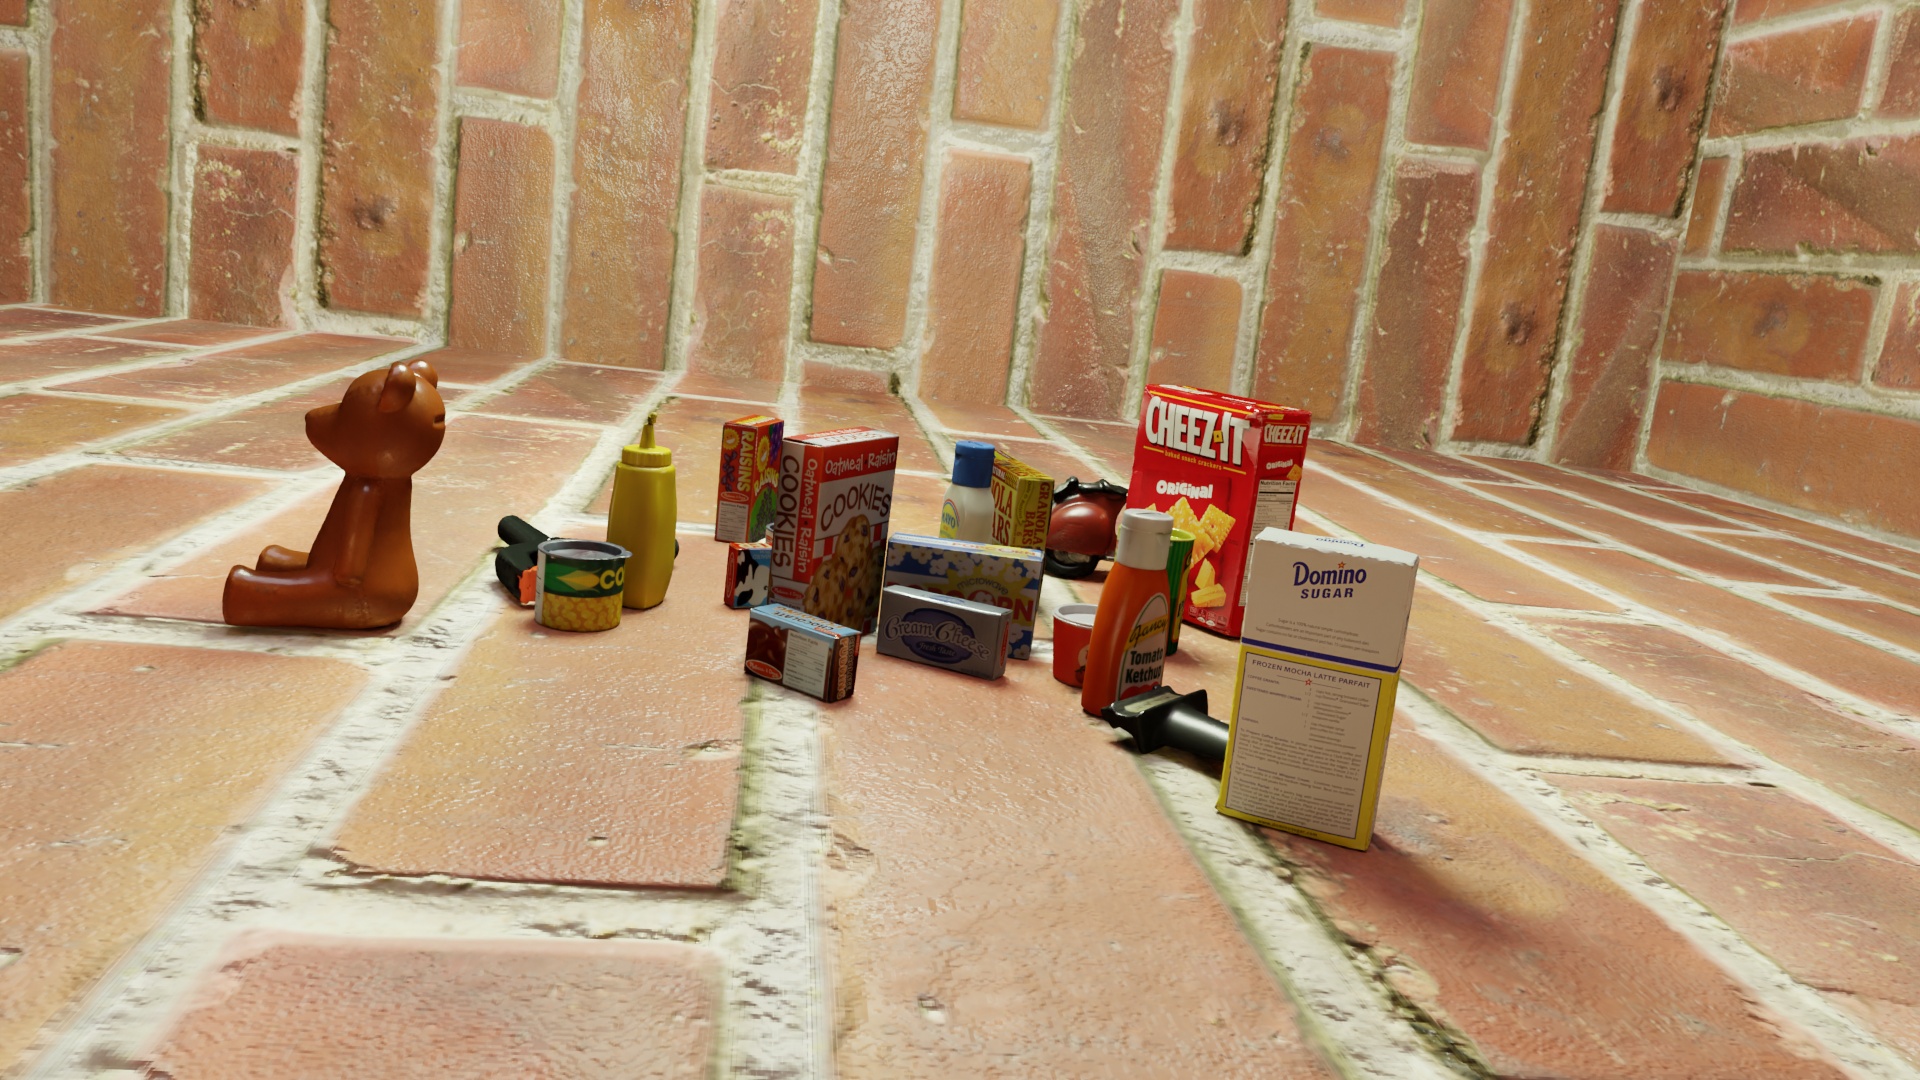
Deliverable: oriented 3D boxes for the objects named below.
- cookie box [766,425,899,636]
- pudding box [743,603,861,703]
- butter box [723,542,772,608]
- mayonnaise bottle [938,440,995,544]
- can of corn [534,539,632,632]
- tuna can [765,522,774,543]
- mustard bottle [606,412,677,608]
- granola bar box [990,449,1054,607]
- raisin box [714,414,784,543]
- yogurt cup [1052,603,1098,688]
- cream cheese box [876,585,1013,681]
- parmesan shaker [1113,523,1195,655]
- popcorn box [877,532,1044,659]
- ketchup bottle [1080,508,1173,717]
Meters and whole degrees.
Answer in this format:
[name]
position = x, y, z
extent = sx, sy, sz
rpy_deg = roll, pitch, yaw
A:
[cookie box]
position = -0.101, -0.001, 1.089
extent = 0.040, 0.167, 0.123
rpy_deg = 12, 12, 23
[pudding box]
position = -0.113, 0.079, 0.985
extent = 0.084, 0.049, 0.030
rpy_deg = 15, 13, 34
[butter box]
position = -0.151, 0.029, 1.196
extent = 0.104, 0.053, 0.024
rpy_deg = -1, 13, -33
[mayonnaise bottle]
position = 0.005, -0.016, 1.271
extent = 0.041, 0.147, 0.065
rpy_deg = 2, 12, -25
[can of corn]
position = -0.292, 0.035, 1.074
extent = 0.071, 0.058, 0.071
rpy_deg = 7, 11, -1
[tuna can]
position = -0.156, 0.005, 1.364
extent = 0.071, 0.032, 0.071
rpy_deg = 7, 11, -1
[mustard bottle]
position = -0.260, -0.027, 1.139
extent = 0.049, 0.159, 0.065
rpy_deg = 8, 11, 7
[granola bar box]
position = 0.042, -0.015, 1.349
extent = 0.039, 0.124, 0.166
rpy_deg = 4, 12, -16
[raisin box]
position = -0.218, -0.064, 1.435
extent = 0.040, 0.123, 0.086
rpy_deg = 9, 11, 11
[yogurt cup]
position = 0.102, 0.083, 1.082
extent = 0.072, 0.053, 0.072
rpy_deg = 7, 11, -1
[cream cheese box]
position = -0.014, 0.070, 1.075
extent = 0.104, 0.053, 0.024
rpy_deg = 12, 12, 22
[parmesan shaker]
position = 0.161, 0.041, 1.198
extent = 0.071, 0.102, 0.071
rpy_deg = 7, 11, -1
[popcorn box]
position = 0.000, 0.045, 1.130
extent = 0.127, 0.085, 0.038
rpy_deg = 7, 11, 2
[ketchup bottle]
position = 0.125, 0.053, 1.006
extent = 0.065, 0.148, 0.043
rpy_deg = -3, 15, -42
